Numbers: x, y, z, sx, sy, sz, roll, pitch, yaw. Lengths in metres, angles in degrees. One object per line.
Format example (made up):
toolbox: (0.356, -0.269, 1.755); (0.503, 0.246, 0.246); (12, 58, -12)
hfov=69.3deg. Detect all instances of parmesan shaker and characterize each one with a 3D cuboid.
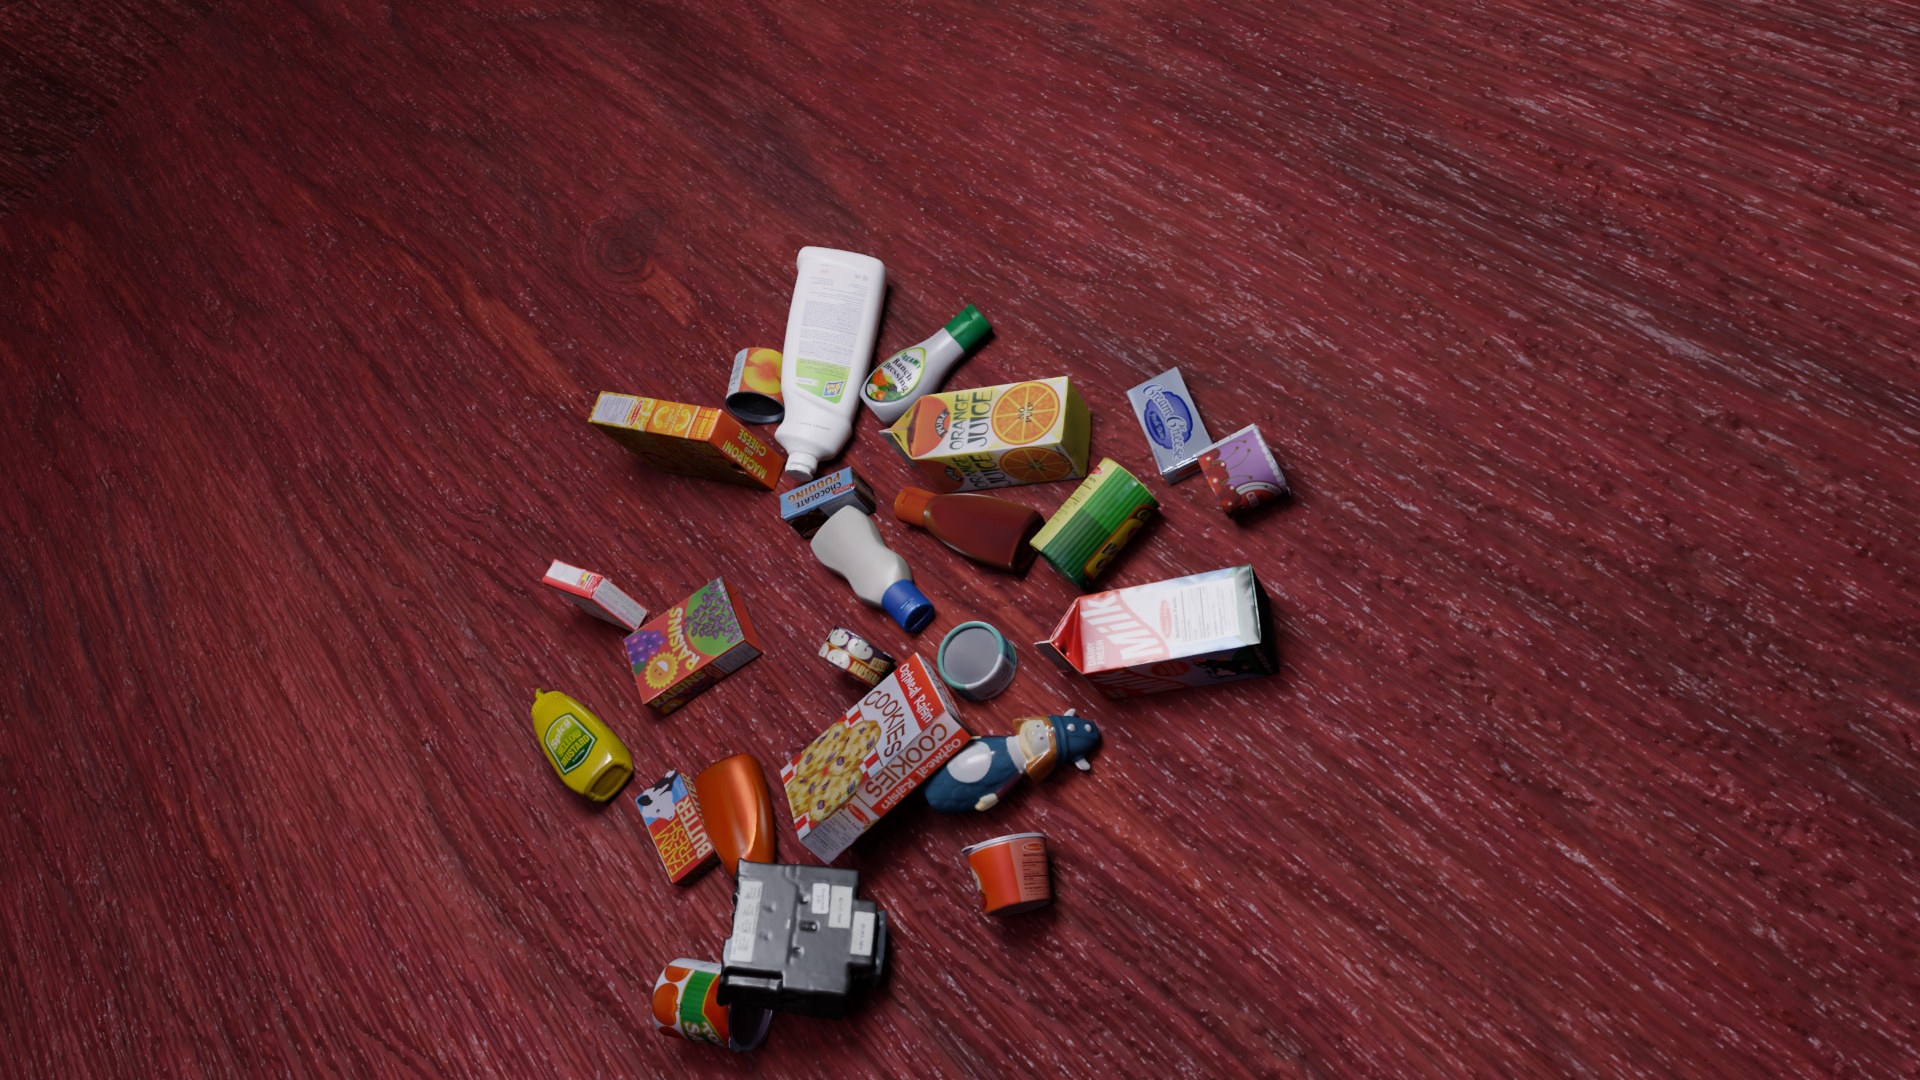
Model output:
parmesan shaker: (0.119, -0.014, 1.243); (0.103, 0.071, 0.071); (-48, 54, -2)

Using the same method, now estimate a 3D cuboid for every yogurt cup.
yogurt cup: (0.042, 0.273, 1.129); (0.072, 0.072, 0.054); (-20, 66, 17)

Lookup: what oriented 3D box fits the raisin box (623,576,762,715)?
raisin box: (-0.268, 0.105, 1.386); (0.123, 0.040, 0.086); (-33, 56, 6)

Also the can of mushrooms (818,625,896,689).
can of mushrooms: (-0.094, 0.109, 1.280); (0.071, 0.071, 0.033); (24, 78, 34)

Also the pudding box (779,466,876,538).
pudding box: (-0.133, -0.037, 1.388); (0.083, 0.049, 0.030); (-22, 56, 15)

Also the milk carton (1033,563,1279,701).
milk carton: (0.162, 0.083, 1.164); (0.190, 0.072, 0.074); (-12, 60, 19)

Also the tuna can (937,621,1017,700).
tuna can: (0.013, 0.106, 1.249); (0.071, 0.032, 0.071); (-11, 61, 21)

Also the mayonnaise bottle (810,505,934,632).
mayonnaise bottle: (-0.082, 0.031, 1.333); (0.065, 0.041, 0.148); (-46, 55, 0)

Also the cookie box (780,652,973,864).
cookie box: (-0.075, 0.187, 1.215); (0.167, 0.040, 0.123); (-41, 24, 2)

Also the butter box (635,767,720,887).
butter box: (-0.263, 0.270, 1.306); (0.053, 0.024, 0.104); (-39, 54, 4)

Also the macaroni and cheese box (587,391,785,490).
macaroni and cheese box: (-0.286, -0.103, 1.453); (0.166, 0.123, 0.040); (11, 73, 31)

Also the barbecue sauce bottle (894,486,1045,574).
barbecue sauce bottle: (0.005, -0.016, 1.312); (0.148, 0.043, 0.065); (18, 74, 33)

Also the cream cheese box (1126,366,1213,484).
cream cheese box: (0.195, -0.106, 1.276); (0.053, 0.024, 0.104); (-26, 56, 12)

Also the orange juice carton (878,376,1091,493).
orange juice carton: (0.022, -0.097, 1.329); (0.192, 0.071, 0.073); (-5, 62, 24)

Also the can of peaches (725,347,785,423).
can of peaches: (-0.212, -0.165, 1.487); (0.071, 0.071, 0.058); (-5, 62, 24)

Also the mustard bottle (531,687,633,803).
mustard bottle: (-0.392, 0.195, 1.394); (0.065, 0.048, 0.160); (-49, 54, -6)

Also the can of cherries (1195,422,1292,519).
can of cherries: (0.245, -0.057, 1.200); (0.058, 0.071, 0.072); (-27, 56, 12)

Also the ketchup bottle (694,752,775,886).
ketchup bottle: (-0.196, 0.270, 1.260); (0.064, 0.043, 0.149); (-29, 55, 9)

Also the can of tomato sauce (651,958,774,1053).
can of tomato sauce: (-0.212, 0.397, 1.186); (0.083, 0.071, 0.071); (-1, 65, 27)

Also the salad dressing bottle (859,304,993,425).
salad dressing bottle: (-0.034, -0.181, 1.418); (0.147, 0.044, 0.064); (-40, 55, 2)
